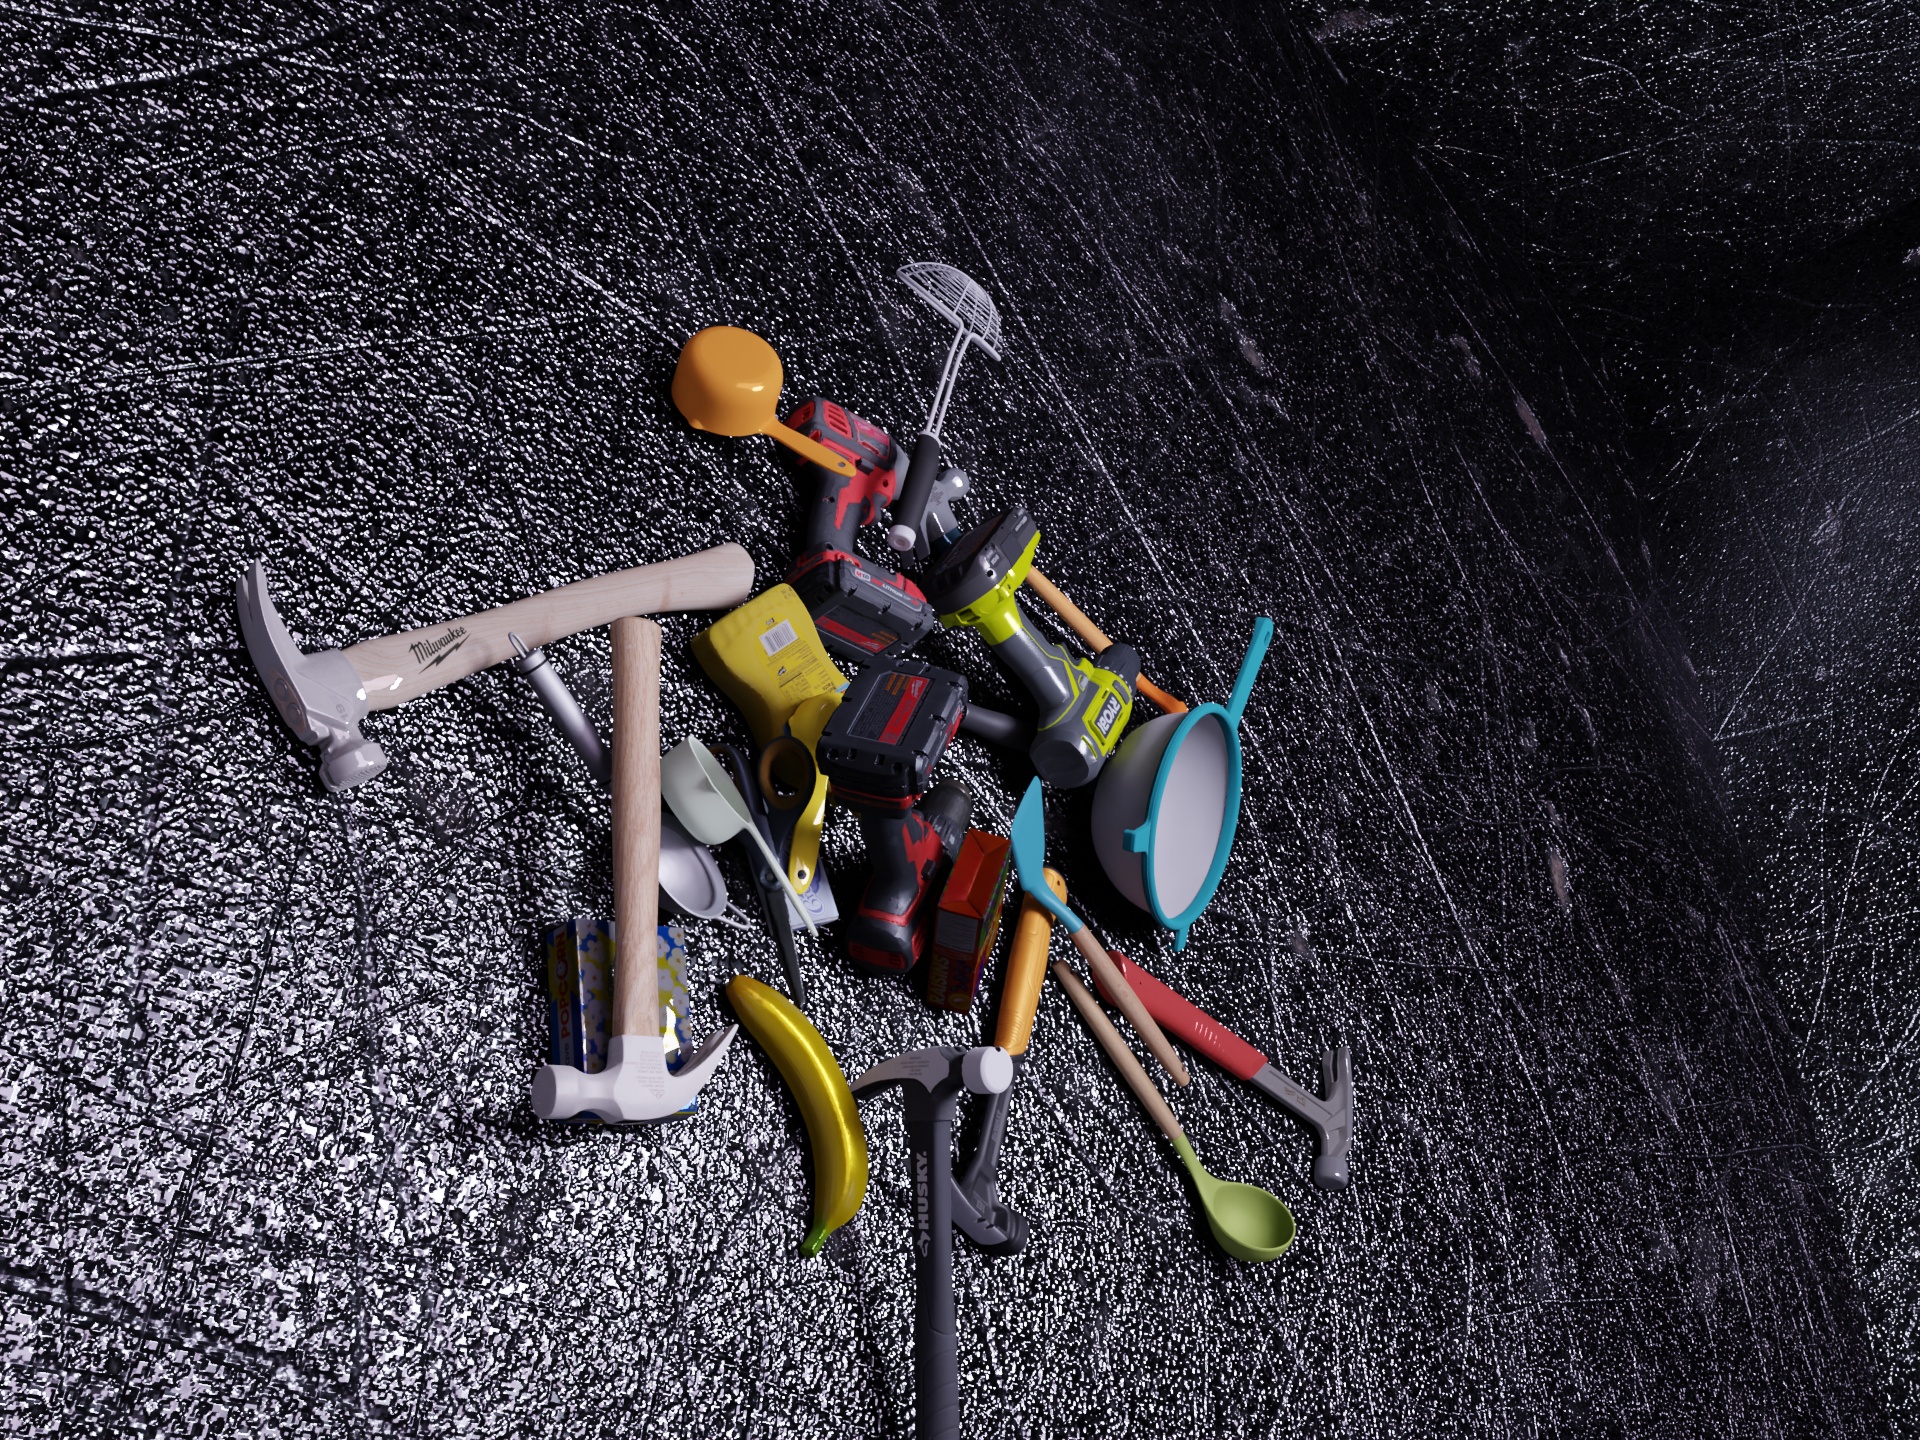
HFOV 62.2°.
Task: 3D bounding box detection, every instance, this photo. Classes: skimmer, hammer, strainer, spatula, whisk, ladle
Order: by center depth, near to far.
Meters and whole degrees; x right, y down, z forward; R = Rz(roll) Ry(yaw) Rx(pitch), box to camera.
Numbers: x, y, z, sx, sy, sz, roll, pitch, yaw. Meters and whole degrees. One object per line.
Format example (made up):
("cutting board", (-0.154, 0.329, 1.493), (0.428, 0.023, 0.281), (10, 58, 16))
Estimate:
("hammer", (-0.207, 0.090, 1.024), (0.130, 0.031, 0.331), (14, 63, -40))
("strainer", (-0.231, 0.048, 1.075), (0.258, 0.050, 0.087), (59, 14, -17))
("hammer", (-0.022, 0.394, 1.086), (0.035, 0.146, 0.335), (12, 71, -44))
("hammer", (-0.295, -0.079, 1.108), (0.410, 0.038, 0.146), (-27, 88, -52))
("hammer", (0.037, 0.247, 1.279), (0.127, 0.034, 0.337), (51, 37, -31))
("spatula", (0.120, 0.194, 1.353), (0.317, 0.044, 0.082), (55, 33, -18))
("ladle", (0.182, 0.336, 1.383), (0.320, 0.062, 0.078), (56, 31, -4))
("whisk", (-0.002, -0.003, 1.388), (0.238, 0.055, 0.055), (19, 55, -47))
("skimmer", (-0.034, -0.282, 1.436), (0.127, 0.090, 0.364), (36, 50, -28))
("hammer", (0.047, -0.078, 1.494), (0.331, 0.033, 0.128), (58, 37, -6))
("hammer", (0.256, 0.304, 1.499), (0.358, 0.036, 0.149), (37, 44, -29))
("strainer", (0.205, 0.031, 1.506), (0.340, 0.095, 0.210), (-64, 147, -28))
("spatula", (0.152, -0.052, 1.583), (0.322, 0.041, 0.081), (42, 42, -26))

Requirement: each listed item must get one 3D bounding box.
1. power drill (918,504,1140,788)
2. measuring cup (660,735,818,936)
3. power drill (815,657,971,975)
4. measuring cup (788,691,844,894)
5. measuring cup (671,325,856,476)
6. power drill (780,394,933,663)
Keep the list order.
("power drill", (0.077, -0.075, 1.439), (0.228, 0.080, 0.191), (54, 38, -16))
("measuring cup", (-0.159, 0.090, 1.120), (0.167, 0.038, 0.083), (57, 1, -2))
("power drill", (-0.037, 0.059, 1.204), (0.188, 0.080, 0.226), (-64, 159, -44))
("measuring cup", (-0.103, 0.052, 1.181), (0.062, 0.029, 0.157), (18, 69, -25))
("measuring cup", (-0.154, -0.261, 1.304), (0.173, 0.052, 0.095), (31, 49, 5))
("power drill", (-0.087, -0.165, 1.366), (0.143, 0.078, 0.220), (25, 48, -38))
